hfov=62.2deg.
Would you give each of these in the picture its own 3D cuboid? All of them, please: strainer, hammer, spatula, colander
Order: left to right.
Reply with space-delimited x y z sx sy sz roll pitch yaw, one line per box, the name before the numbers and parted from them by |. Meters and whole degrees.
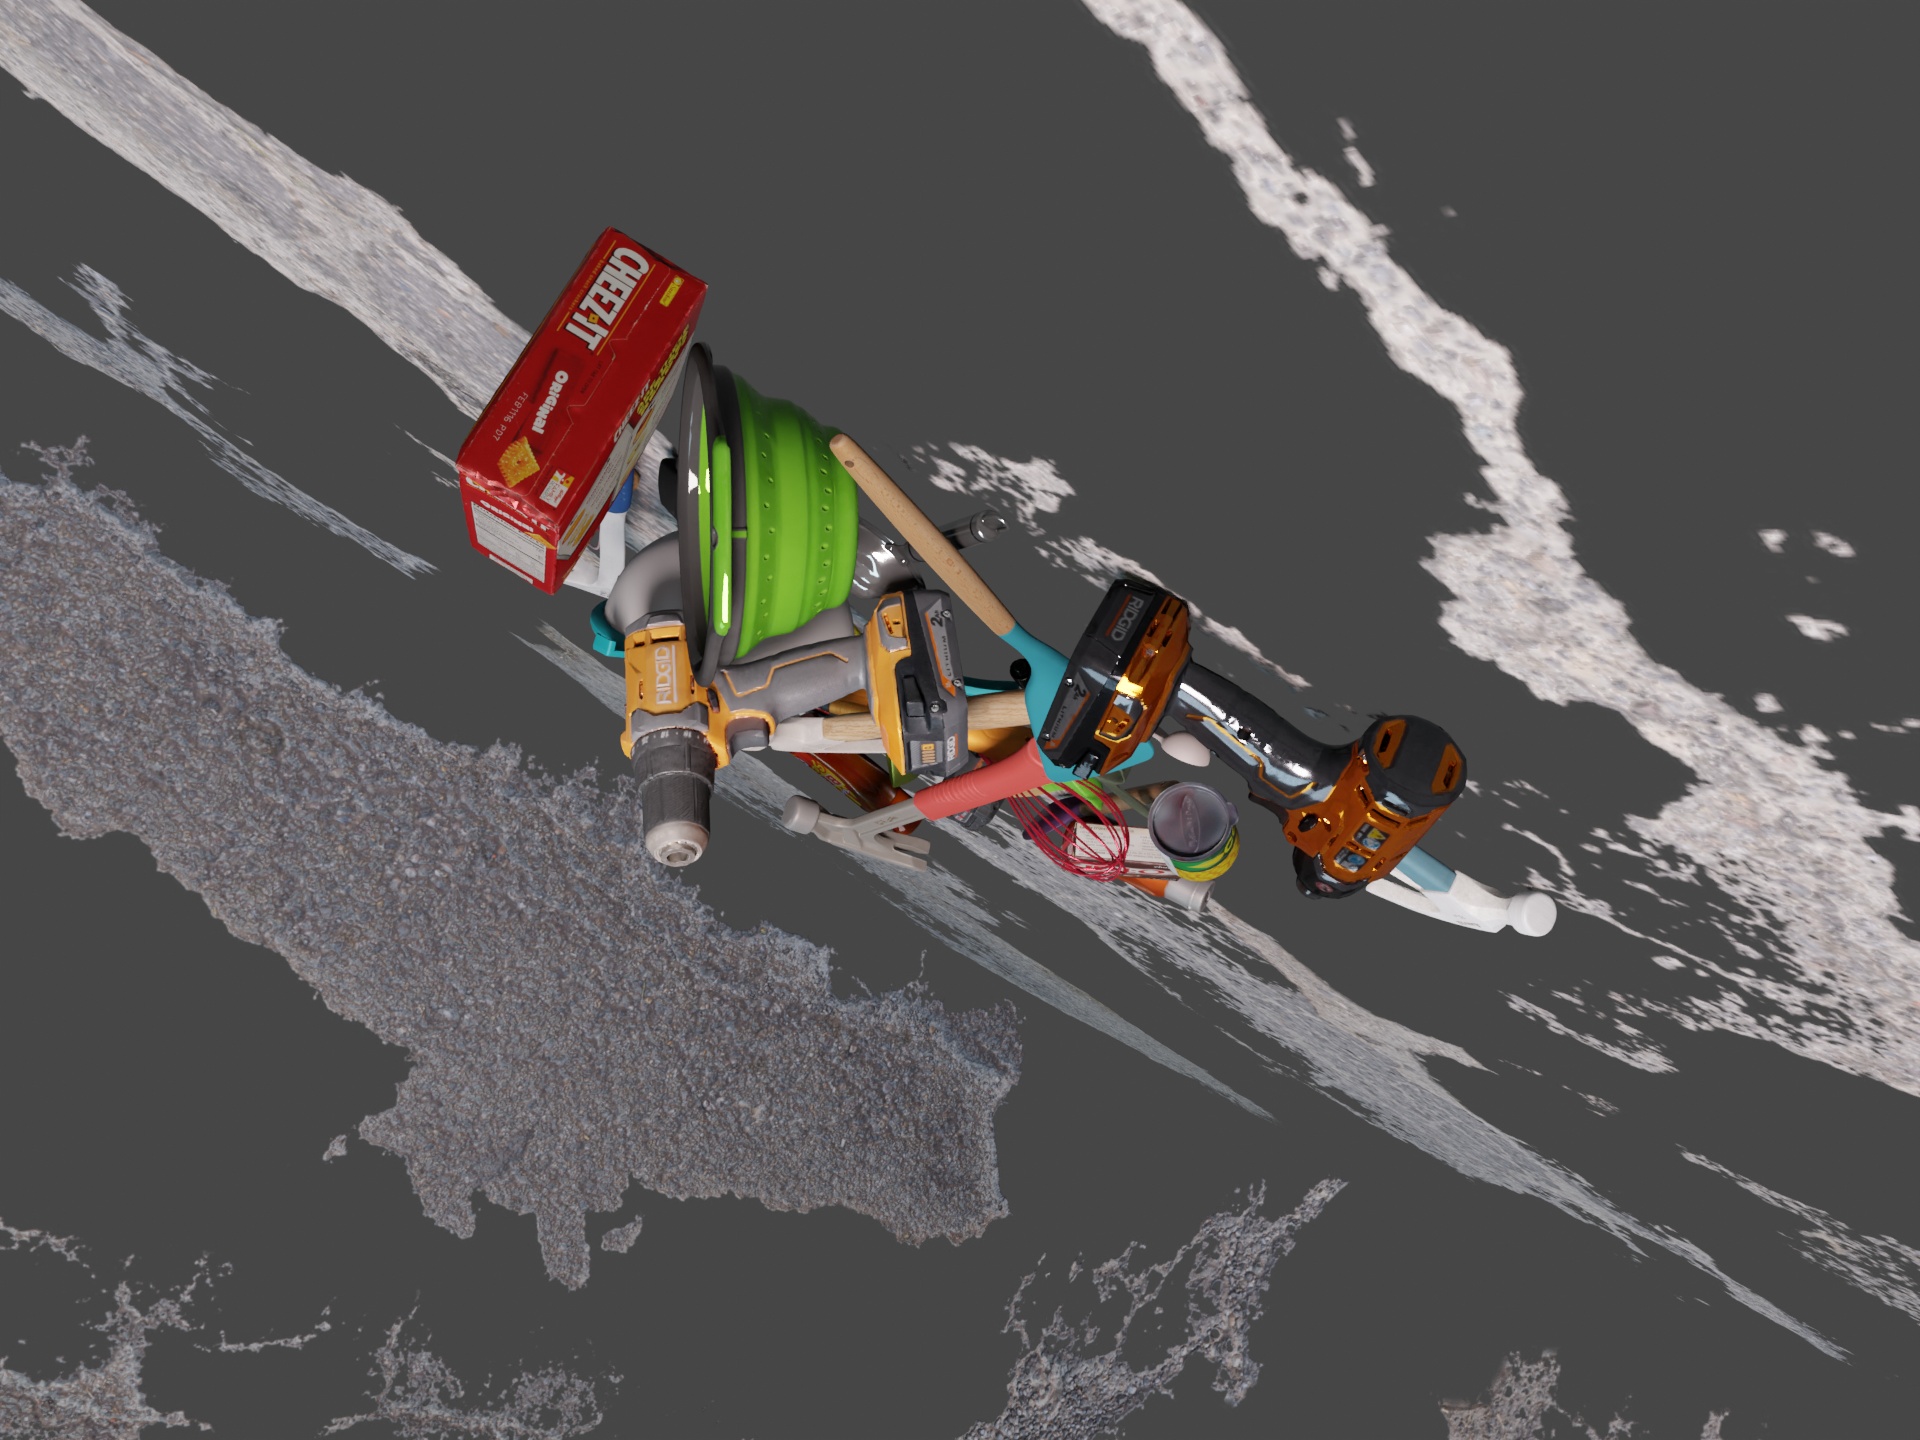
hammer | -0.287 -0.172 1.284 0.144 0.035 0.405 17 163 -7
colander | -0.137 -0.141 1.038 0.094 0.204 0.397 -2 -167 -15
strainer | -0.107 -0.084 1.223 0.340 0.095 0.211 11 -163 -10
hammer | -0.090 -0.023 1.309 0.337 0.127 0.034 15 148 9
strainer | -0.033 -0.112 1.050 0.086 0.050 0.258 45 160 -18
hammer | -0.003 0.066 1.292 0.149 0.037 0.359 20 157 -27
hammer | -0.002 -0.004 1.155 0.331 0.031 0.130 -7 173 34
spatula | 0.015 -0.066 0.991 0.082 0.044 0.317 -16 138 30
spatula | 0.122 0.078 1.431 0.018 0.060 0.316 47 160 -7
hammer | 0.243 0.049 1.066 0.330 0.033 0.128 35 166 -18

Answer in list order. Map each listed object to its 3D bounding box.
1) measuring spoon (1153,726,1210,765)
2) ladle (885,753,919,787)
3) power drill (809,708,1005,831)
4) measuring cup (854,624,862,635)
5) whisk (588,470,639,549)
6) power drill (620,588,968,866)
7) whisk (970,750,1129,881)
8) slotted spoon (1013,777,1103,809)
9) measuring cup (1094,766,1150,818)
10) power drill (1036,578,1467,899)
measuring spoon | 0.130 -0.006 1.110 0.034 0.018 0.124 3 -153 -43
ladle | -0.150 -0.058 1.383 0.320 0.062 0.078 38 160 15
power drill | -0.057 0.010 1.502 0.226 0.080 0.188 33 167 -2
measuring cup | -0.079 -0.080 1.328 0.156 0.029 0.062 49 156 -27
whisk | -0.318 -0.190 1.403 0.047 0.051 0.245 13 171 -23
power drill | -0.110 0.003 1.049 0.226 0.186 0.084 -6 144 -4
whisk | 0.034 0.034 1.344 0.296 0.073 0.073 41 173 26
slotted spoon | 0.076 0.059 1.495 0.070 0.031 0.314 47 168 -5
measuring cup | 0.127 0.035 1.266 0.083 0.038 0.167 18 164 44
power drill | 0.165 0.025 0.951 0.226 0.084 0.164 27 146 7
